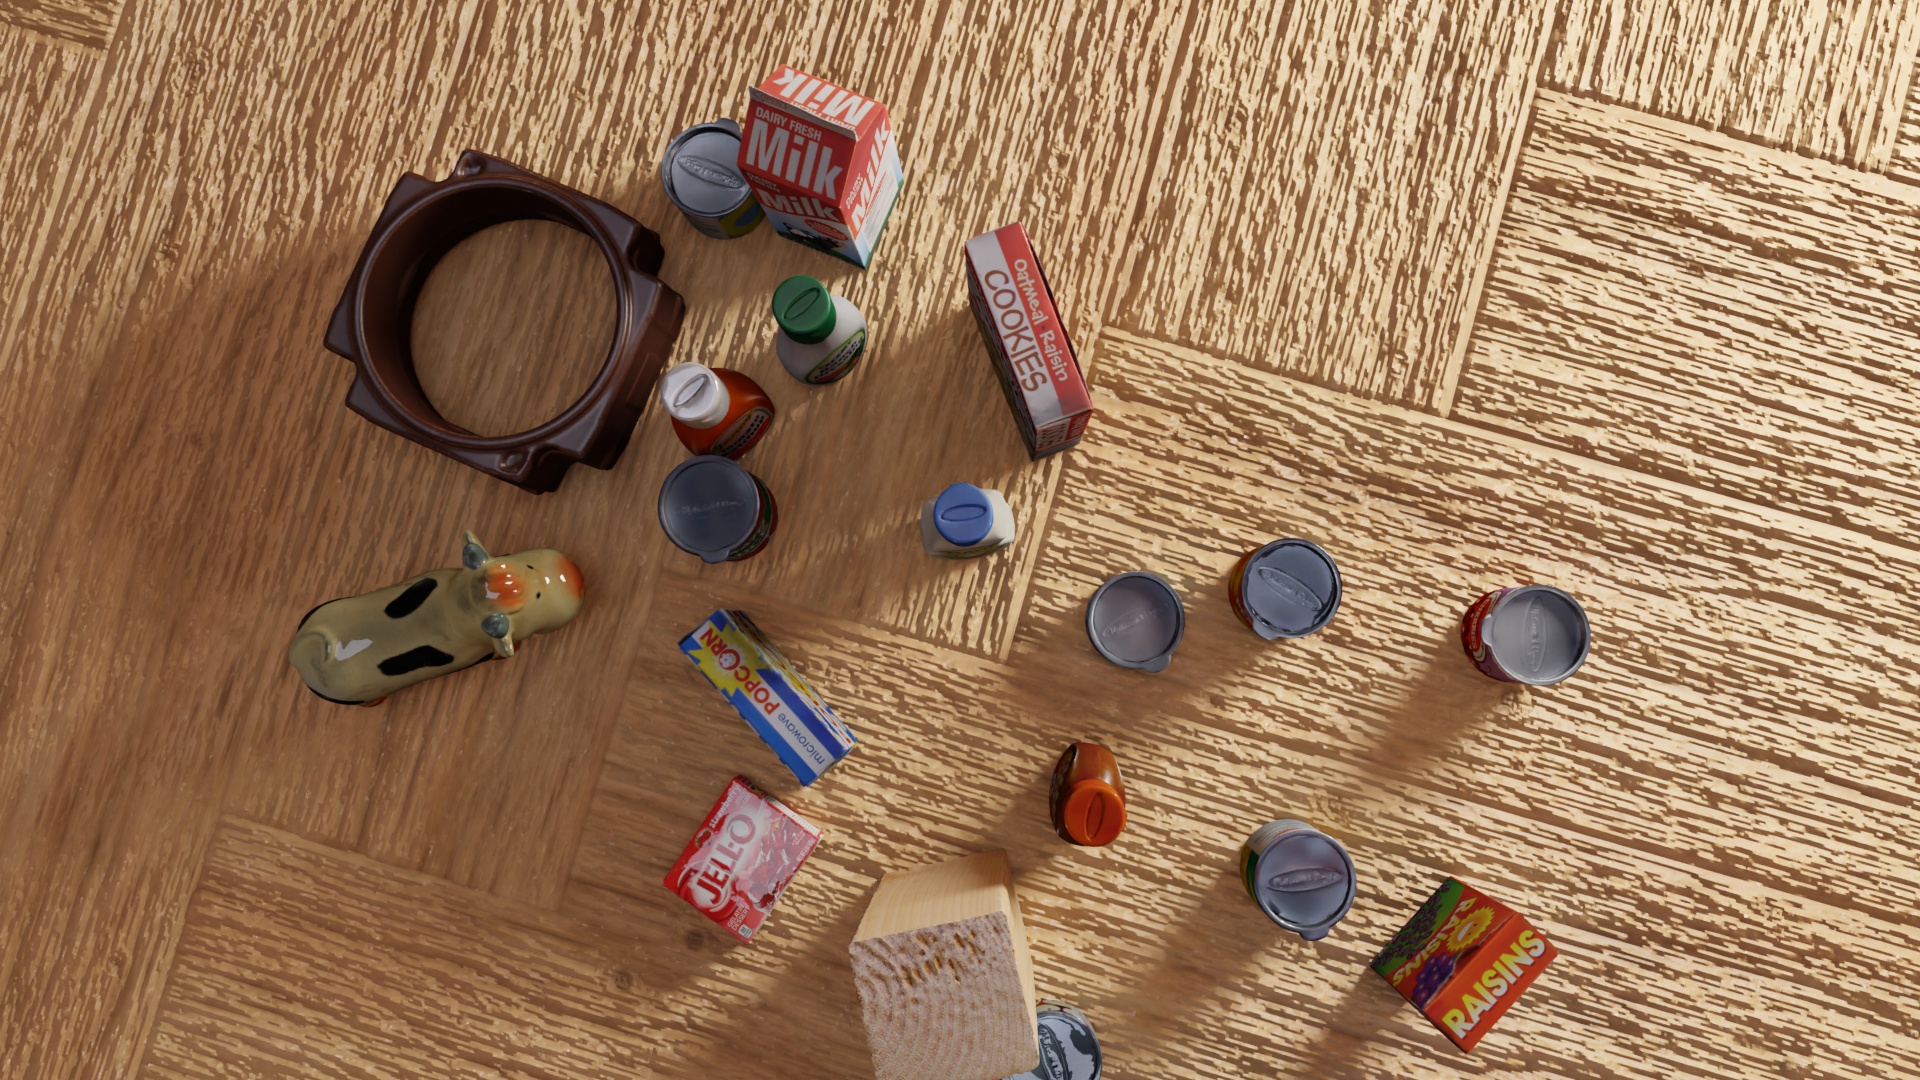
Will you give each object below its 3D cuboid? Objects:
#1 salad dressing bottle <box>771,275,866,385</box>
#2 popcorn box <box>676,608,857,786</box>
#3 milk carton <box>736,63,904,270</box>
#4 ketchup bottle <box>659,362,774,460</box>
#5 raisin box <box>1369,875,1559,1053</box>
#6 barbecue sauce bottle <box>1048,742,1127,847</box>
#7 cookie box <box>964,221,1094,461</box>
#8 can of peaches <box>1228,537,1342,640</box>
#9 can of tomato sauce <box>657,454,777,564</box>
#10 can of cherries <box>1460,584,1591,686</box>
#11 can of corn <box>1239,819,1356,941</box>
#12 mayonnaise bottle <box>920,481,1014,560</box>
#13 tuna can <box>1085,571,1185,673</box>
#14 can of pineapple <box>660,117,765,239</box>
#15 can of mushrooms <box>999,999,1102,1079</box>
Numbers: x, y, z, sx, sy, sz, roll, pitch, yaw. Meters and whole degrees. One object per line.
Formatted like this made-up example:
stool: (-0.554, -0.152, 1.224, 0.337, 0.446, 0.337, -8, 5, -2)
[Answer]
salad dressing bottle: (-0.095, -0.139, 0.913, 0.064, 0.147, 0.044, -40, 86, -1)
popcorn box: (-0.126, 0.103, 0.927, 0.038, 0.085, 0.127, -43, 86, -1)
milk carton: (-0.089, -0.244, 0.899, 0.072, 0.190, 0.073, 23, 87, 3)
ketchup bottle: (-0.162, -0.086, 0.910, 0.065, 0.148, 0.043, -45, 86, -1)
raisin box: (0.317, 0.266, 0.885, 0.040, 0.123, 0.086, 44, 88, 4)
barbecue sauce bottle: (0.081, 0.166, 0.886, 0.044, 0.148, 0.065, 13, 87, 2)
cookie box: (0.043, -0.123, 0.898, 0.040, 0.167, 0.123, -21, 86, 0)
can of peaches: (0.216, 0.035, 0.937, 0.071, 0.058, 0.071, 0, 86, 2)
can of tomato sauce: (-0.161, -0.018, 0.938, 0.071, 0.083, 0.071, 0, 86, 2)
can of cherries: (0.375, 0.062, 0.931, 0.071, 0.058, 0.071, 0, 86, 2)
can of corn: (0.223, 0.224, 0.923, 0.071, 0.058, 0.071, 0, 86, 2)
mayonnaise bottle: (0.003, -0.011, 0.901, 0.065, 0.148, 0.041, -9, 86, 1)
tuna can: (0.120, 0.057, 0.951, 0.071, 0.033, 0.071, 0, 86, 2)
can of pineapple: (-0.168, -0.250, 0.968, 0.071, 0.058, 0.071, 0, 86, 2)
can of mushrooms: (0.059, 0.345, 0.931, 0.071, 0.033, 0.071, 0, 86, 2)
